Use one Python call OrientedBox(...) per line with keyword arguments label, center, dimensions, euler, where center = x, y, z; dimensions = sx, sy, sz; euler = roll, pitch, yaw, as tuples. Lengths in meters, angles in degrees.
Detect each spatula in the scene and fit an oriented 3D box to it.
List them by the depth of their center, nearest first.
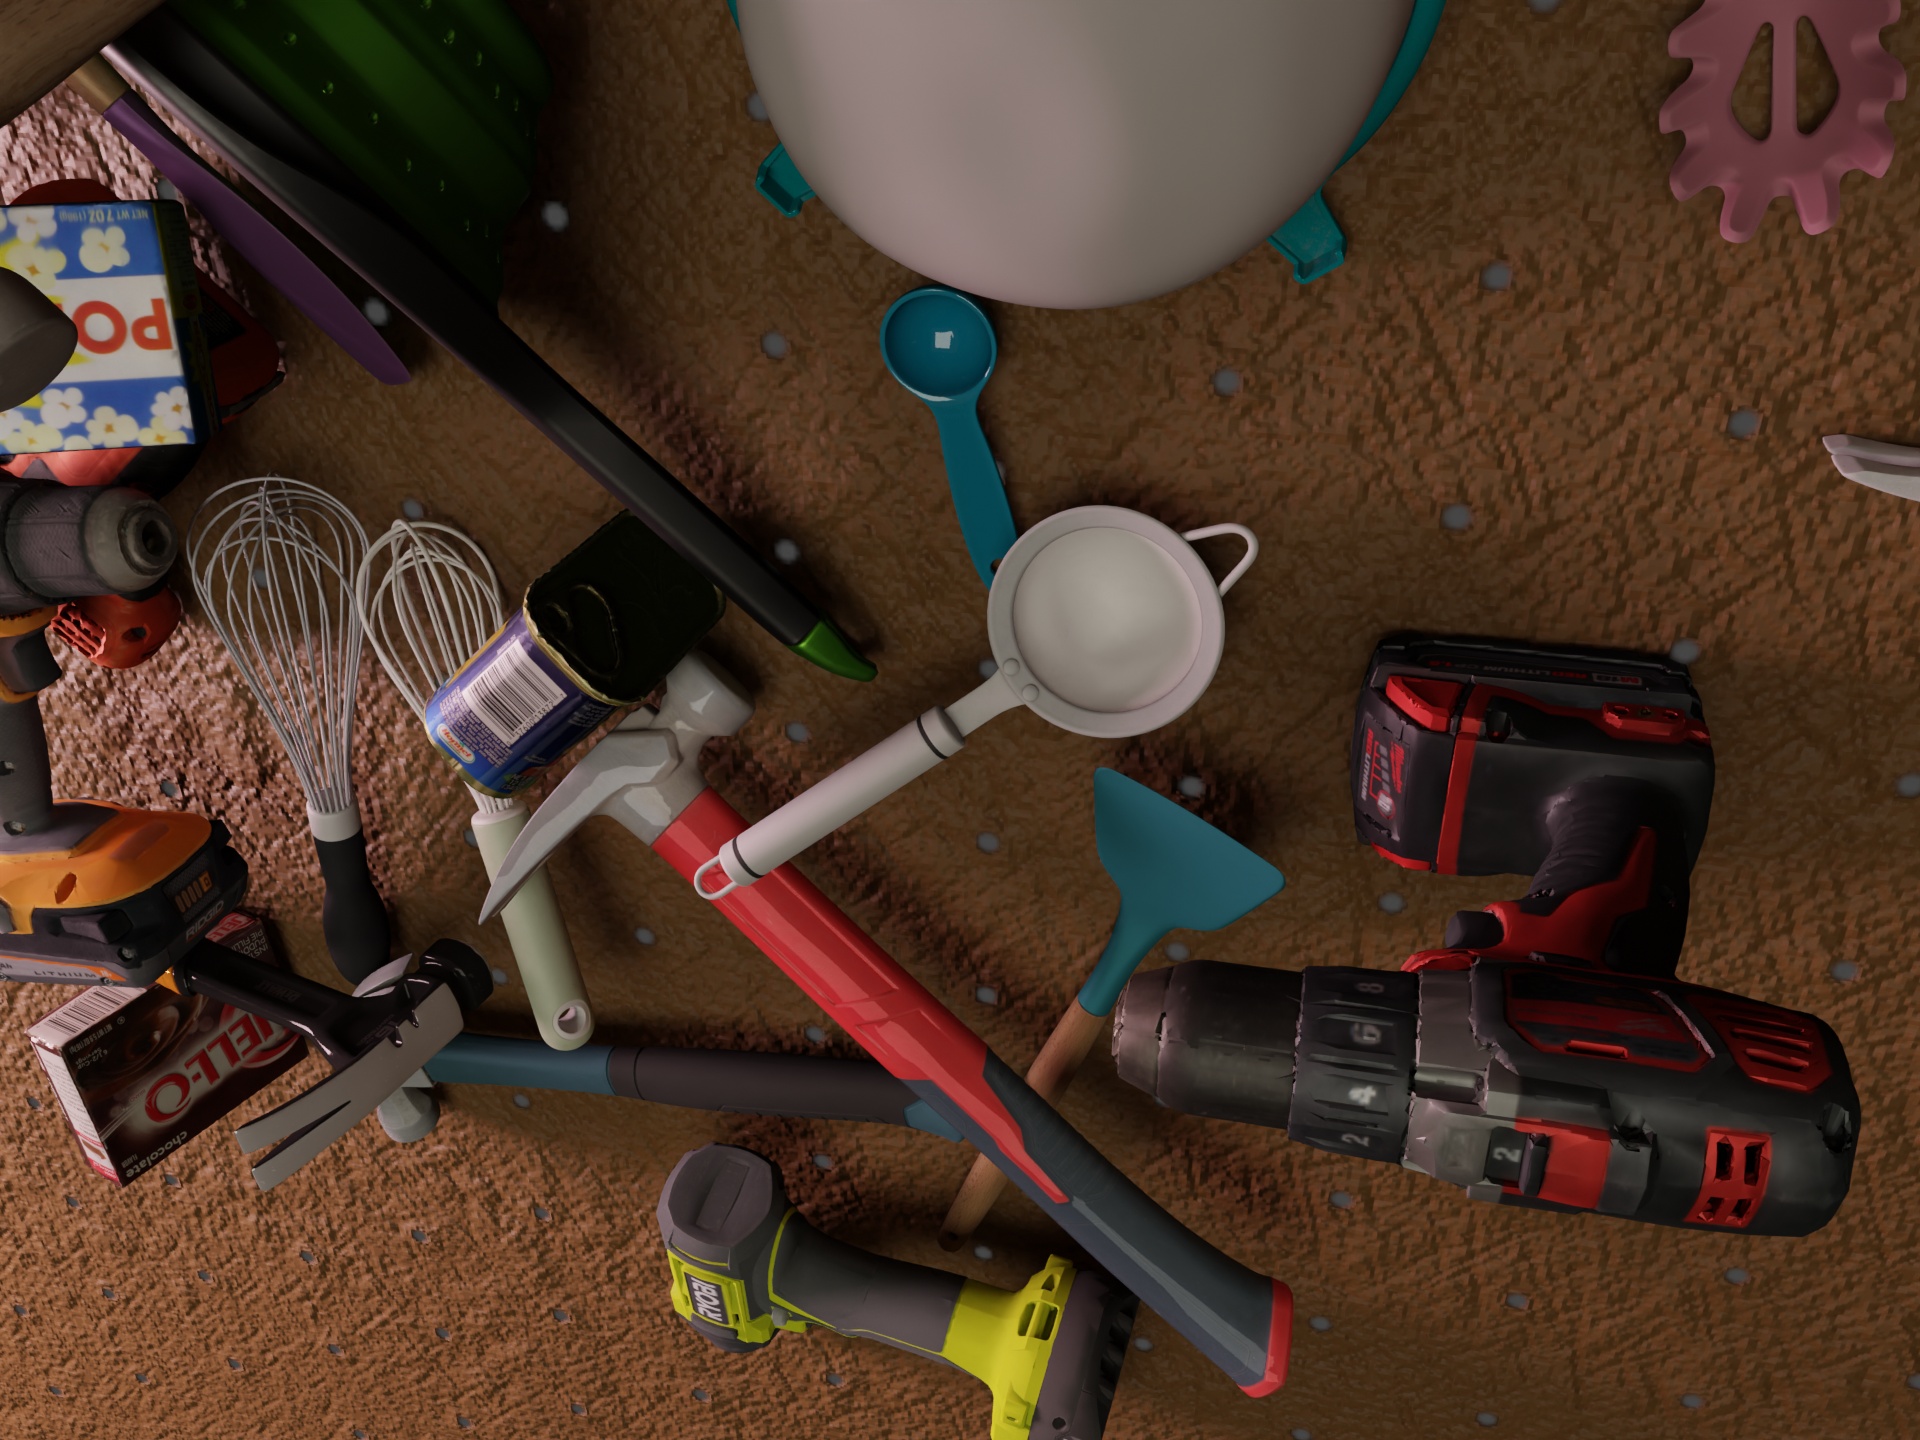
OrientedBox(label="spatula", center=(-0.309, -0.233, 0.543), dimensions=(0.315, 0.018, 0.060), euler=(47, 160, -29))
OrientedBox(label="spatula", center=(0.043, 0.145, 0.693), dimensions=(0.082, 0.044, 0.317), euler=(31, 125, 10))

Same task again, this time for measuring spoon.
OrientedBox(label="measuring spoon", center=(0.005, -0.101, 0.582), dimensions=(0.042, 0.021, 0.128), euler=(-3, 127, 19))

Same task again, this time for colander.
OrientedBox(label="colander", center=(-0.146, -0.163, 0.542), dimensions=(0.094, 0.205, 0.396), euler=(-48, 118, -1))

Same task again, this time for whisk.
OrientedBox(label="whisk", center=(-0.201, 0.032, 0.684), dimensions=(0.059, 0.058, 0.246), euler=(11, 119, 55))
OrientedBox(label="whisk", center=(-0.285, 0.017, 0.715), dimensions=(0.070, 0.070, 0.284), euler=(13, 127, 10))

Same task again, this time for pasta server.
OrientedBox(label="pasta server", center=(0.207, -0.284, 0.398), dimensions=(0.060, 0.040, 0.316), euler=(2, 119, 29))

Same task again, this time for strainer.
OrientedBox(label="strainer", center=(0.026, -0.217, 0.376), dimensions=(0.211, 0.095, 0.340), euler=(9, 149, 4))
OrientedBox(label="strainer", center=(-0.001, -0.002, 0.597), dimensions=(0.258, 0.050, 0.087), euler=(-33, 97, 16))

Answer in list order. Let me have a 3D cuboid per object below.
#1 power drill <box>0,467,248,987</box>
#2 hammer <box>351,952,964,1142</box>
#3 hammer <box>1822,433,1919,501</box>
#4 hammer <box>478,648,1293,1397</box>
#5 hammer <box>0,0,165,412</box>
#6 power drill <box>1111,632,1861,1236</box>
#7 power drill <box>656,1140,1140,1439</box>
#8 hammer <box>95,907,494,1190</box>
OrientedBox(label="power drill", center=(-0.379, 0.000, 0.663), dimensions=(0.185, 0.084, 0.226), euler=(-1, 119, 17))
OrientedBox(label="hammer", center=(-0.151, 0.170, 0.765), dimensions=(0.331, 0.033, 0.128), euler=(2, 134, 13))
OrientedBox(label="hammer", center=(0.296, -0.238, 0.398), dimensions=(0.144, 0.035, 0.405), euler=(-6, 117, 20))
OrientedBox(label="hammer", center=(-0.018, 0.153, 0.663), dimensions=(0.386, 0.038, 0.143), euler=(44, 95, -3))
OrientedBox(label="hammer", center=(-0.169, -0.231, 0.407), dimensions=(0.130, 0.331, 0.031), euler=(43, 162, -5))
OrientedBox(label="power drill", center=(0.155, 0.057, 0.497), dimensions=(0.188, 0.227, 0.080), euler=(6, 120, 13))
OrientedBox(label="power drill", center=(-0.034, 0.294, 0.776), dimensions=(0.223, 0.080, 0.171), euler=(16, 141, 11))
OrientedBox(label="hammer", center=(-0.381, 0.112, 0.742), dimensions=(0.337, 0.127, 0.034), euler=(12, 128, 28))
